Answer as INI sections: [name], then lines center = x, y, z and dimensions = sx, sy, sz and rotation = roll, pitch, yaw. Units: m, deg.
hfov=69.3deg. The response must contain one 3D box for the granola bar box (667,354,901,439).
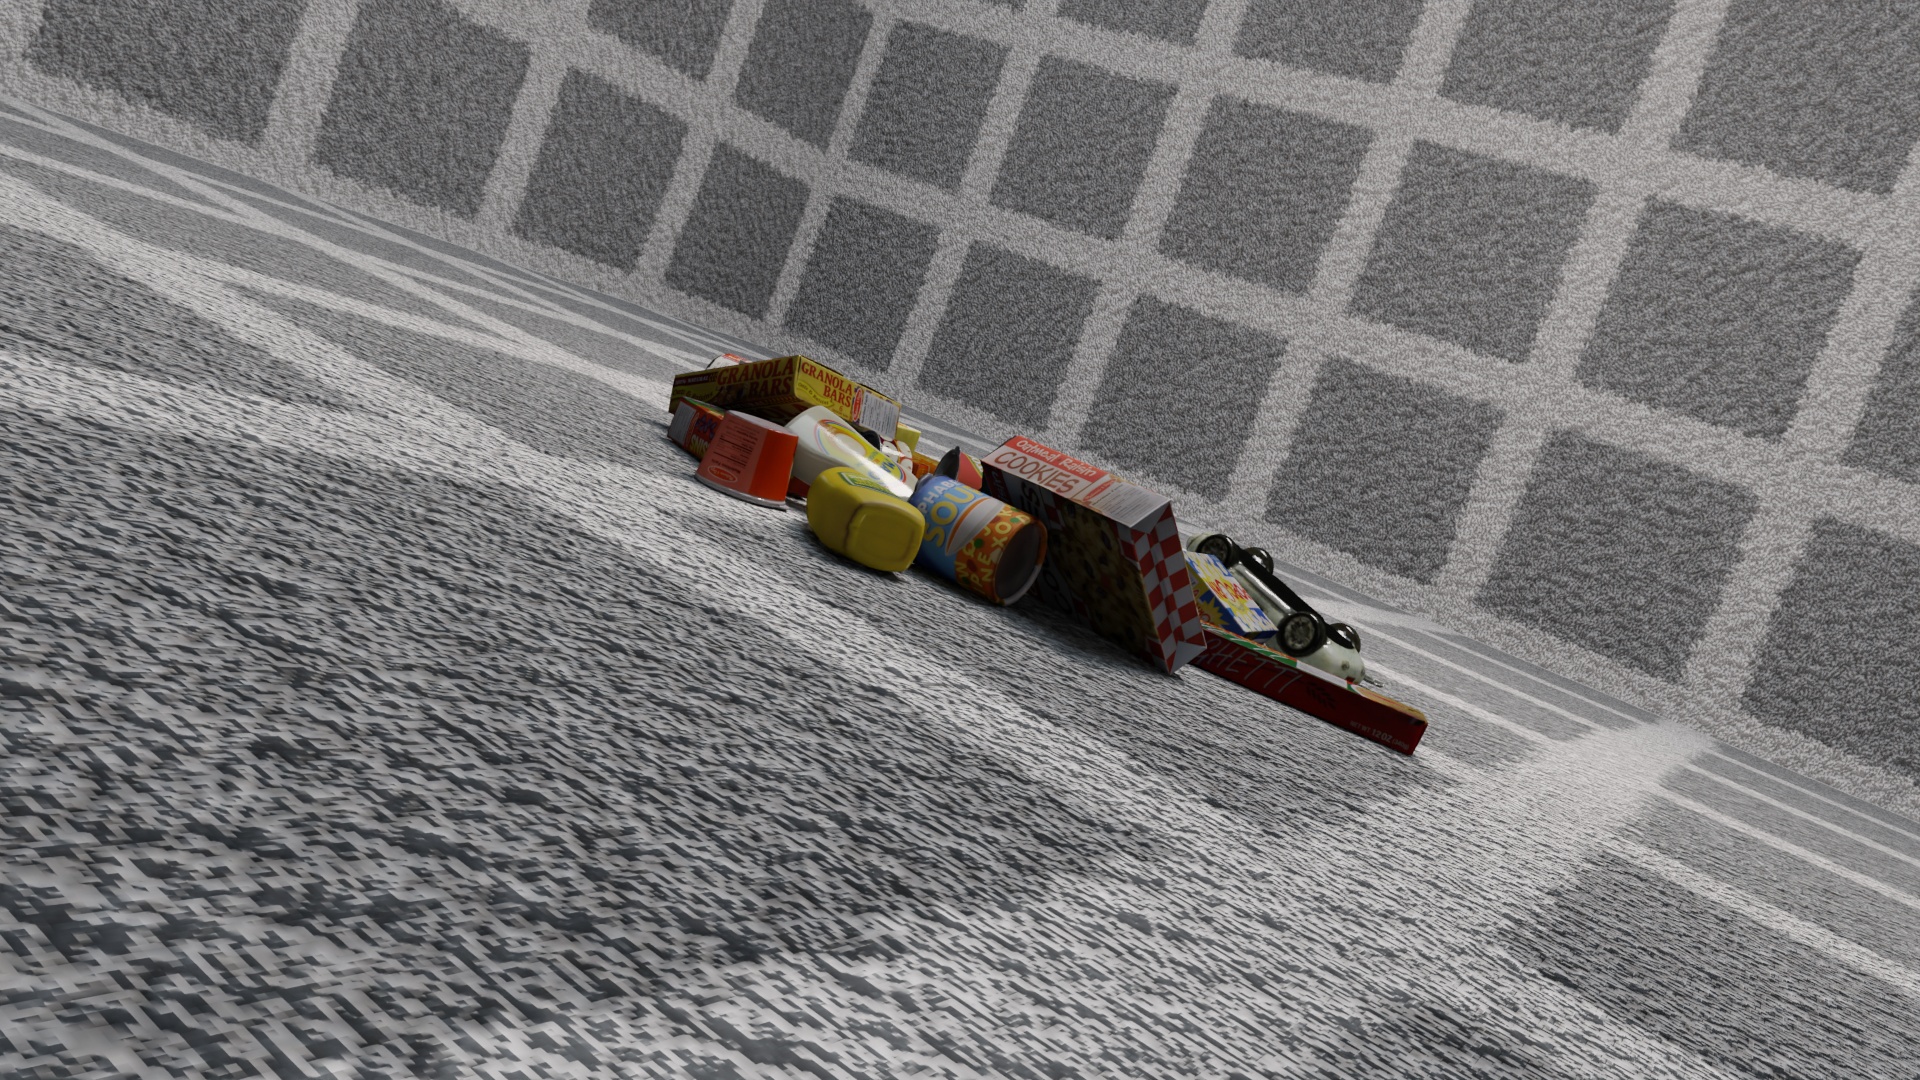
[granola bar box]
center = -0.153, -0.115, 1.206
dimensions = 0.165, 0.039, 0.124
rotation = -2, -16, 41

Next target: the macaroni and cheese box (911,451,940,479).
[macaroni and cheese box]
center = -0.074, -0.078, 1.442
dimensions = 0.124, 0.040, 0.166
rotation = 23, 6, 16

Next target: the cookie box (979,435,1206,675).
[cookie box]
center = 0.090, 0.006, 0.961
dimensions = 0.168, 0.040, 0.122
rotation = 29, -35, 51

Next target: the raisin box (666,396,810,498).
[raisin box]
center = -0.174, -0.075, 1.116
dimensions = 0.086, 0.040, 0.123
rotation = 18, 6, -34

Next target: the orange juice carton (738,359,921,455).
[orange juice carton]
center = -0.145, -0.109, 1.338
dimensions = 0.193, 0.071, 0.073
rotation = 23, 6, 17

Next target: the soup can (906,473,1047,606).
[soup can]
center = 0.008, -0.002, 0.954
dimensions = 0.084, 0.071, 0.071
rotation = 25, 7, 30

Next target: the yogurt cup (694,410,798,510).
[yogurt cup]
center = -0.150, -0.060, 0.997
dimensions = 0.072, 0.054, 0.072
rotation = 20, 6, -2

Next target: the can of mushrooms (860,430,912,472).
[can of mushrooms]
center = -0.071, -0.054, 1.160
dimensions = 0.033, 0.071, 0.071
rotation = 19, 7, -31

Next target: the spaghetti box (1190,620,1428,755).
[spaghetti box]
center = 0.216, 0.092, 1.022
dimensions = 0.250, 0.028, 0.050
rotation = 23, 7, 13

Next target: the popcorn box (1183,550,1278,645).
[popcorn box]
center = 0.205, 0.053, 1.124
dimensions = 0.085, 0.038, 0.127
rotation = 53, 17, 18

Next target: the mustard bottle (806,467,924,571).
[mustard bottle]
center = -0.074, -0.021, 0.942
dimensions = 0.065, 0.048, 0.160
rotation = 20, 7, -24

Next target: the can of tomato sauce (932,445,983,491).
[can of tomato sauce]
center = 0.020, -0.046, 1.344
dimensions = 0.083, 0.071, 0.071
rotation = 19, 7, -21

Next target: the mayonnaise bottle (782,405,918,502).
[mayonnaise bottle]
center = -0.067, -0.042, 1.041
dimensions = 0.148, 0.041, 0.065
rotation = 36, 36, 8
